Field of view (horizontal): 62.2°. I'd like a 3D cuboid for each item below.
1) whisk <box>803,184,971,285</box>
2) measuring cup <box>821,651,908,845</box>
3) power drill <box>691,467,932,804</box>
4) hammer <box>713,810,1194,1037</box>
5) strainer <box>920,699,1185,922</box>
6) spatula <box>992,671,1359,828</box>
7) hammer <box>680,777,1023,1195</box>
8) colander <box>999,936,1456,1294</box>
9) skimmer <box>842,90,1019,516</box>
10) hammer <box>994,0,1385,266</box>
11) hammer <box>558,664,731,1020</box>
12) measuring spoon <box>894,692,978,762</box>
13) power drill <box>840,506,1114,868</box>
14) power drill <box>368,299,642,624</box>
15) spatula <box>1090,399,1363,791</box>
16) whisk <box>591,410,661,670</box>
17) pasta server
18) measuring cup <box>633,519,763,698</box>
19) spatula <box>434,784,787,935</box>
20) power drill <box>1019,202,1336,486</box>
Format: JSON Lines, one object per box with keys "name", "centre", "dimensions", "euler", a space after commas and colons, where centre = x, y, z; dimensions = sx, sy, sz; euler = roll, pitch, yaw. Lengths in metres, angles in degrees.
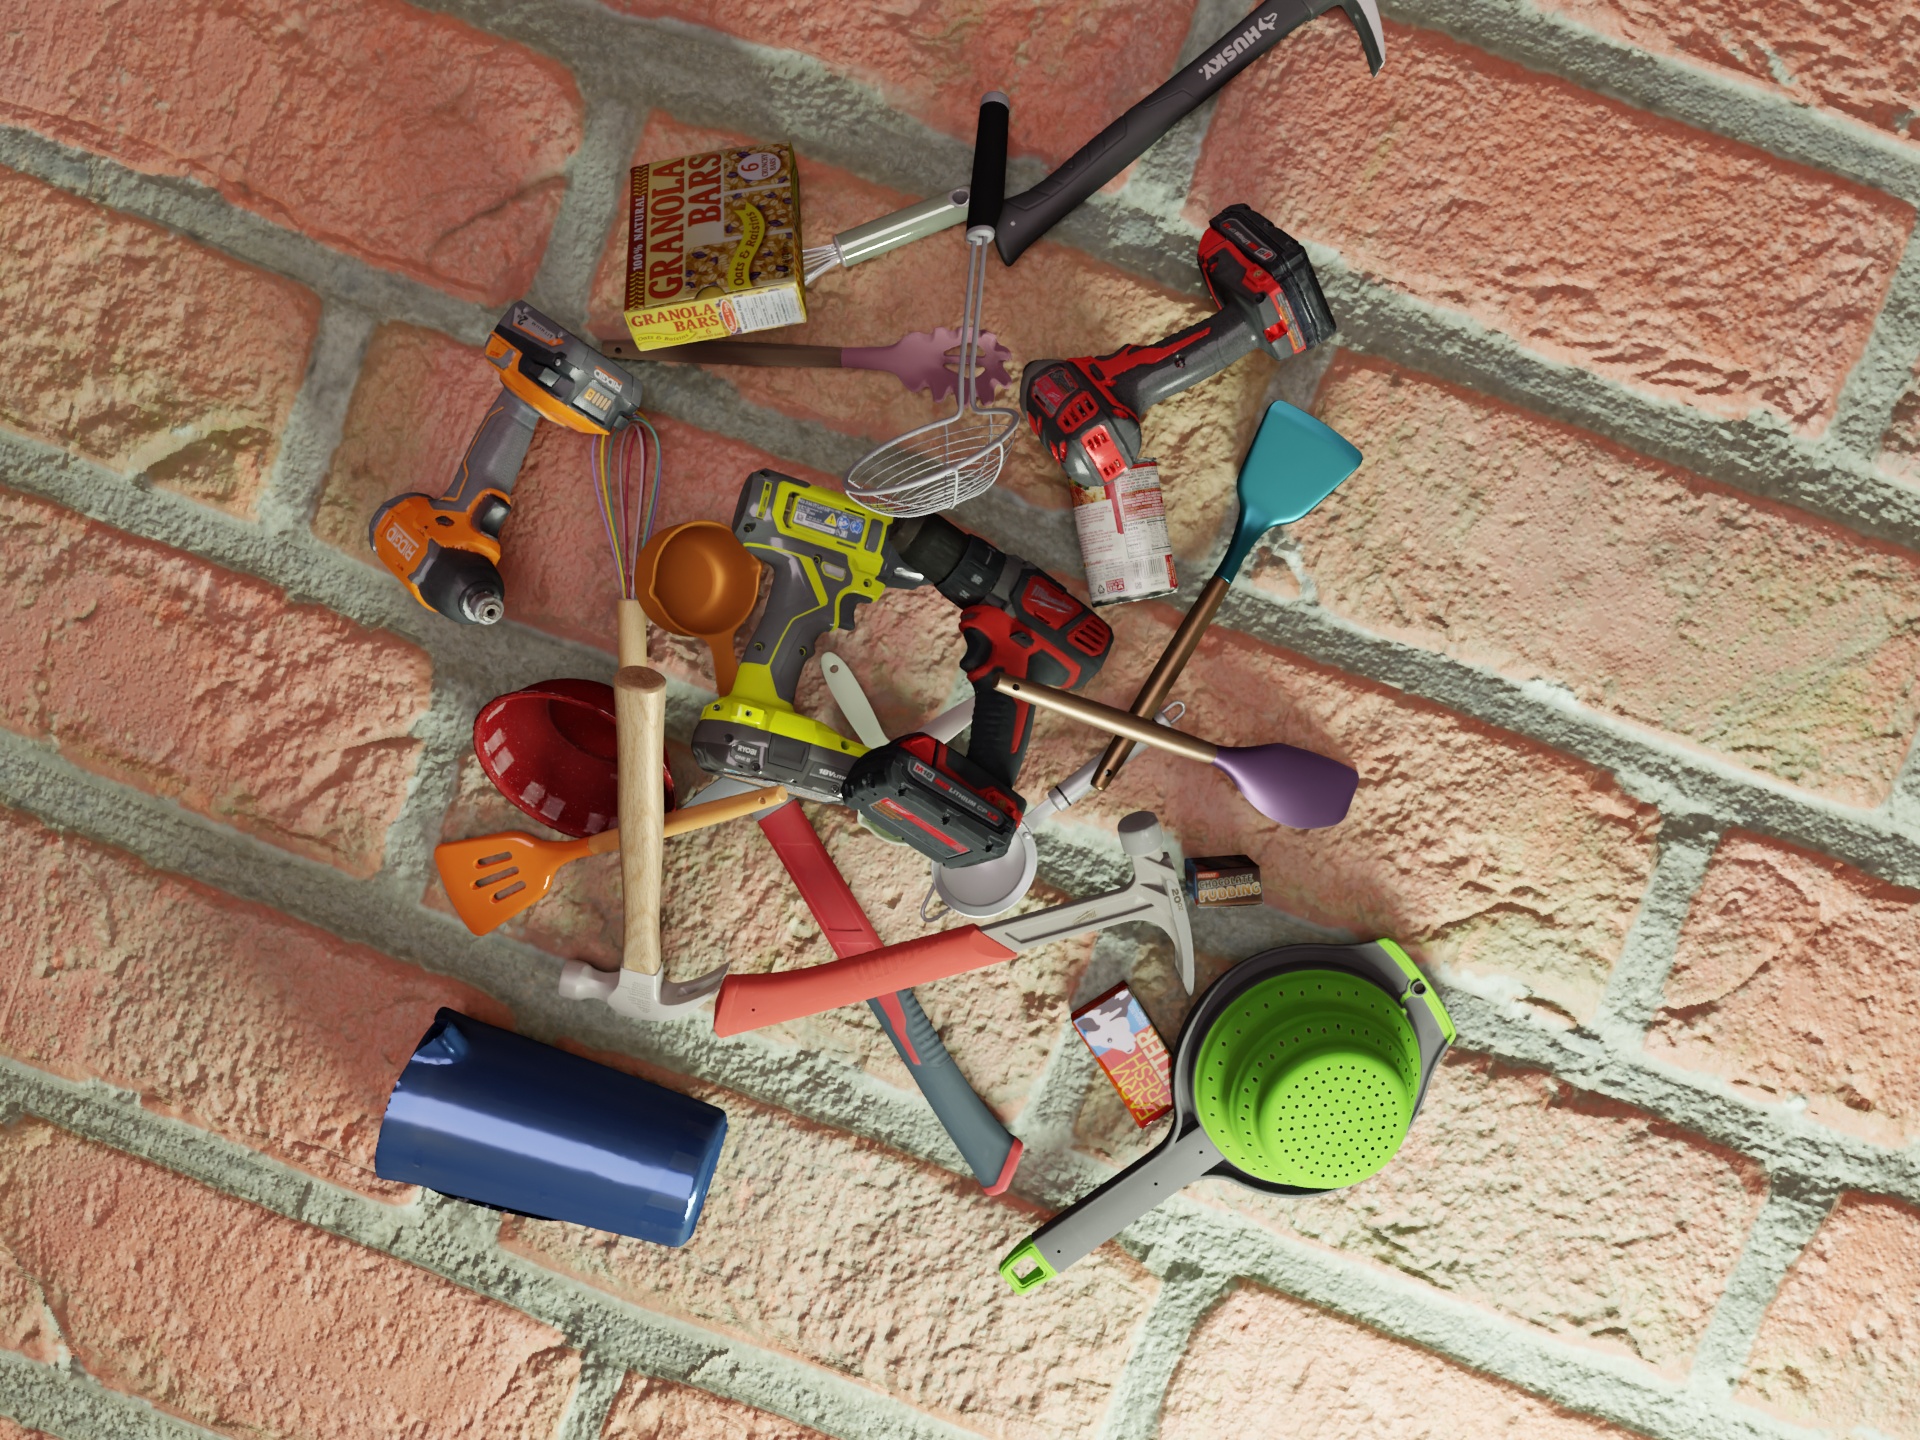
{"name": "whisk", "centre": [-0.098, -0.349, 1.197], "dimensions": [0.246, 0.059, 0.058], "euler": [-22, 75, -1]}
{"name": "measuring cup", "centre": [-0.062, 0.021, 1.228], "dimensions": [0.083, 0.038, 0.168], "euler": [-30, 77, 0]}
{"name": "power drill", "centre": [-0.100, -0.057, 1.174], "dimensions": [0.171, 0.080, 0.223], "euler": [17, 79, -18]}
{"name": "hammer", "centre": [-0.007, 0.182, 1.186], "dimensions": [0.359, 0.037, 0.149], "euler": [-16, 112, 0]}
{"name": "strainer", "centre": [0.069, 0.066, 1.219], "dimensions": [0.258, 0.050, 0.086], "euler": [-37, 111, -1]}
{"name": "spatula", "centre": [0.162, 0.019, 1.165], "dimensions": [0.315, 0.018, 0.060], "euler": [19, 94, -22]}
{"name": "hammer", "centre": [-0.079, 0.205, 1.235], "dimensions": [0.143, 0.038, 0.386], "euler": [-31, 92, 5]}
{"name": "colander", "centre": [0.199, 0.324, 1.182], "dimensions": [0.397, 0.094, 0.204], "euler": [-36, 103, 4]}
{"name": "skimmer", "centre": [-0.006, -0.304, 1.114], "dimensions": [0.127, 0.090, 0.363], "euler": [-6, 68, 32]}
{"name": "hammer", "centre": [0.159, -0.454, 1.182], "dimensions": [0.335, 0.035, 0.146], "euler": [-38, 91, 5]}
{"name": "hammer", "centre": [-0.229, 0.100, 1.152], "dimensions": [0.130, 0.031, 0.331], "euler": [12, 128, 4]}
{"name": "measuring spoon", "centre": [-0.002, -0.004, 1.206], "dimensions": [0.124, 0.018, 0.034], "euler": [-35, 75, -16]}
{"name": "power drill", "centre": [-0.003, -0.029, 1.142], "dimensions": [0.187, 0.080, 0.227], "euler": [34, 64, -17]}
{"name": "power drill", "centre": [-0.333, -0.179, 1.168], "dimensions": [0.164, 0.084, 0.226], "euler": [38, 95, 41]}
{"name": "spatula", "centre": [0.184, -0.085, 1.191], "dimensions": [0.082, 0.044, 0.317], "euler": [31, 88, -8]}
{"name": "whisk", "centre": [-0.250, -0.115, 1.223], "dimensions": [0.051, 0.047, 0.245], "euler": [3, 98, 14]}
{"name": "pasta server", "centre": [-0.118, -0.275, 1.205], "dimensions": [0.316, 0.040, 0.060], "euler": [3, 112, 4]}
{"name": "measuring cup", "centre": [-0.194, -0.066, 1.208], "dimensions": [0.095, 0.052, 0.173], "euler": [-19, 105, -33]}
{"name": "spatula", "centre": [-0.263, 0.093, 1.194], "dimensions": [0.322, 0.041, 0.081], "euler": [-16, 101, 30]}
{"name": "power drill", "centre": [0.144, -0.269, 1.151], "dimensions": [0.219, 0.143, 0.078], "euler": [-34, 130, 4]}
